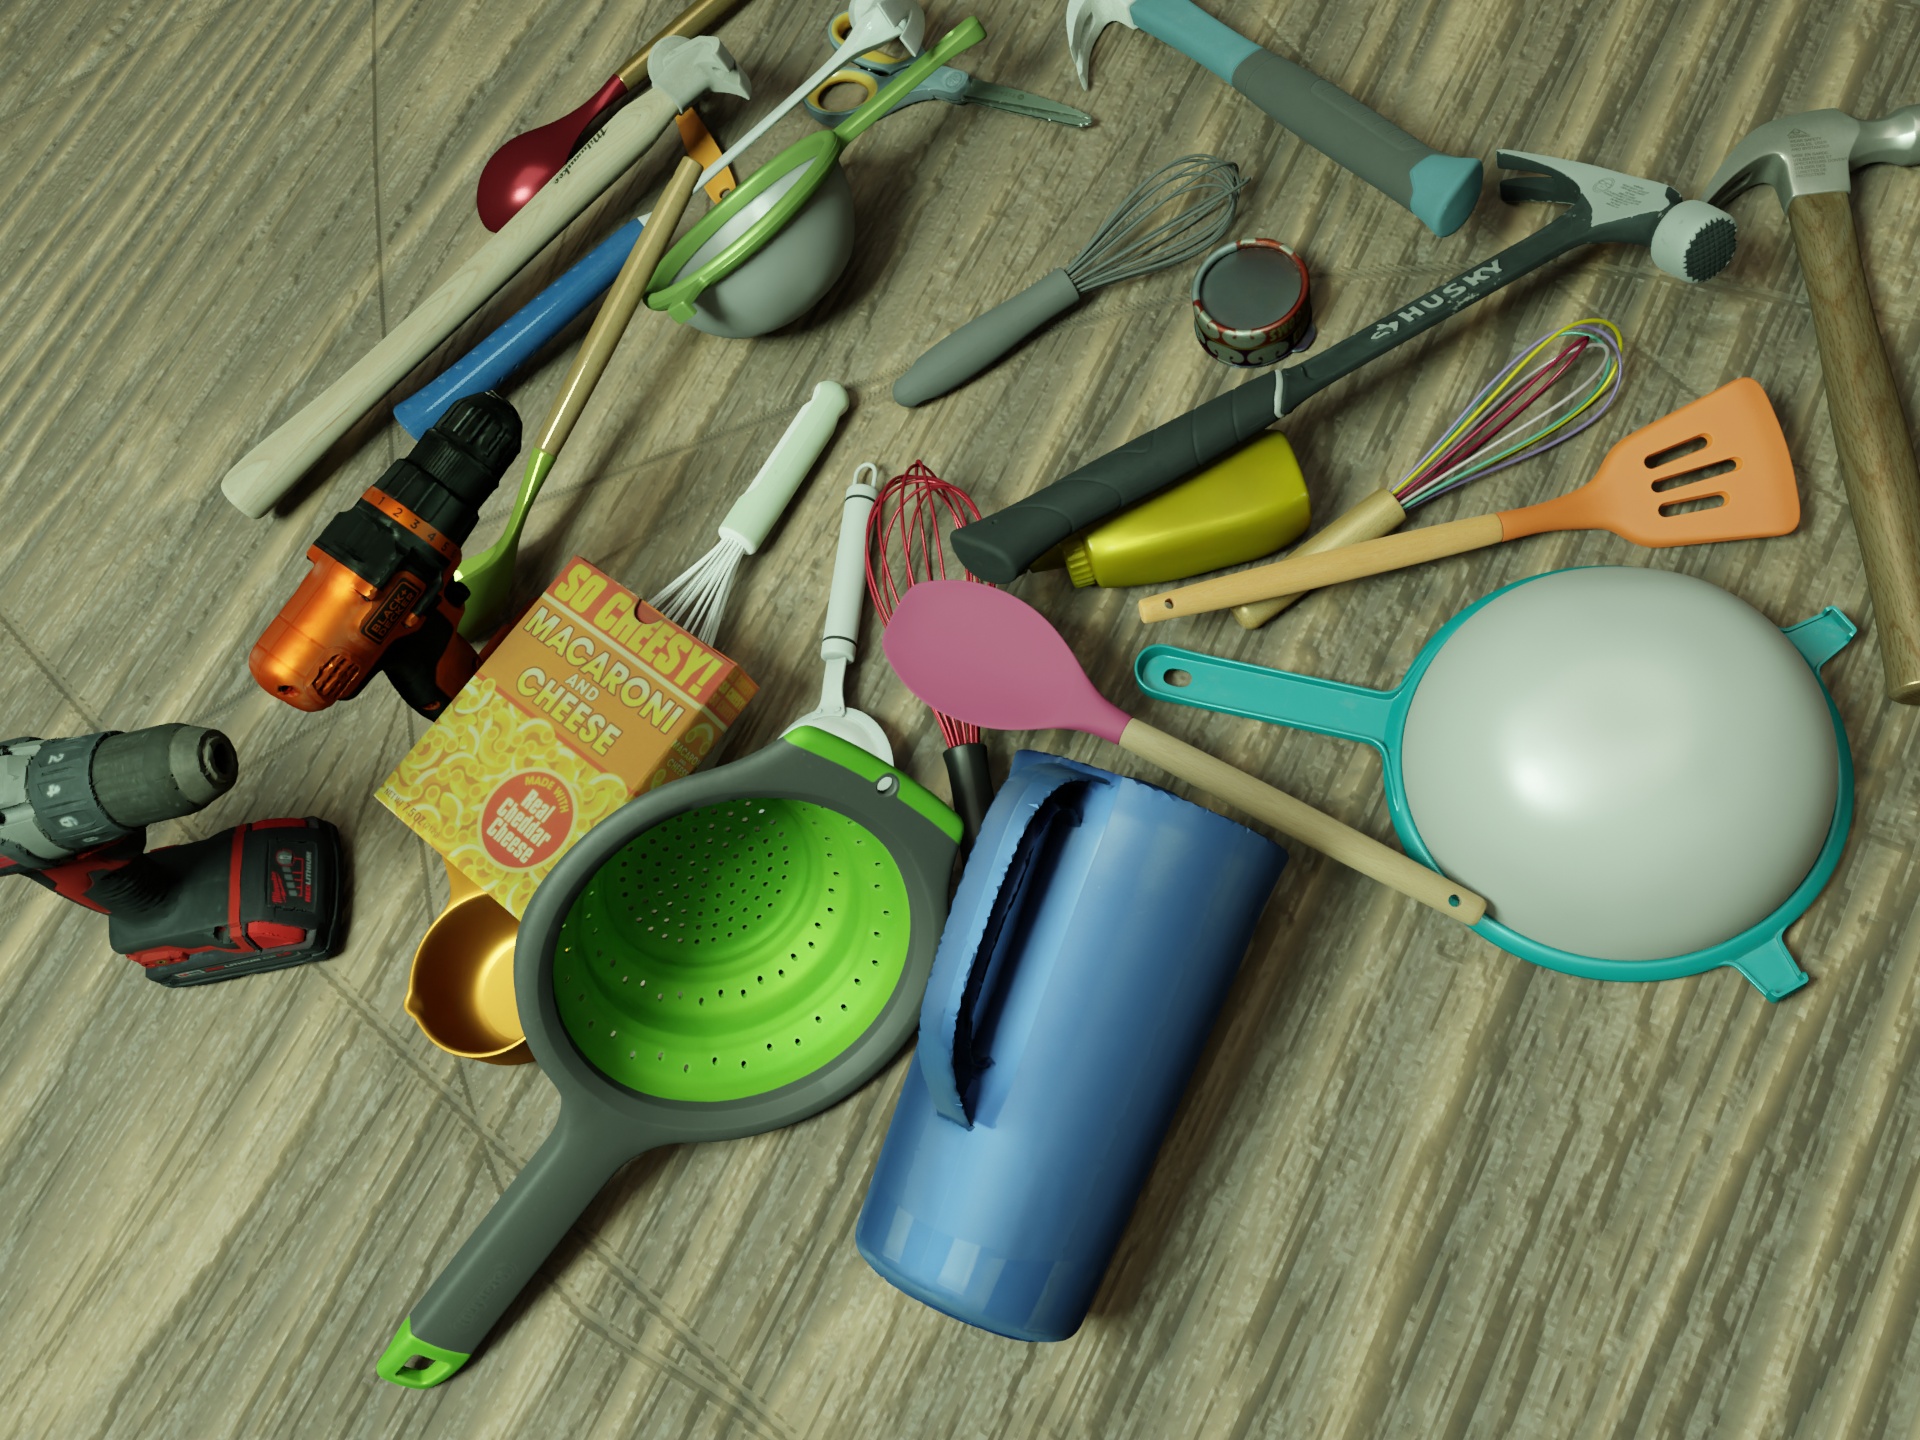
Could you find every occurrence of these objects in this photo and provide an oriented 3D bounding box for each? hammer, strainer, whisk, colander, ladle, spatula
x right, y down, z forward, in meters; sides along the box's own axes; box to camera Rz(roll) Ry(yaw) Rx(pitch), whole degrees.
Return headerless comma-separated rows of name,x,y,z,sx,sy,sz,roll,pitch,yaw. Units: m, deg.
hammer,-0.295,-0.271,0.980,0.410,0.038,0.146,-44,33,0
strainer,-0.070,-0.031,0.868,0.087,0.050,0.259,-6,64,27
whisk,0.062,-0.250,0.917,0.239,0.055,0.055,-33,65,5
whisk,-0.001,-0.003,0.829,0.073,0.073,0.296,-13,72,9
hammer,0.176,-0.370,0.913,0.128,0.033,0.331,-38,55,-1
colander,-0.166,0.158,0.785,0.397,0.204,0.095,-51,31,8
ladle,-0.238,-0.184,0.915,0.062,0.078,0.320,27,95,-21
hammer,-0.184,-0.307,0.969,0.405,0.035,0.144,-39,26,5
whisk,0.241,-0.129,0.827,0.245,0.047,0.051,-36,66,2
strainer,-0.073,-0.310,0.946,0.256,0.069,0.152,-40,27,2
ladle,-0.207,-0.442,1.065,0.315,0.031,0.069,-43,56,-5
hammer,0.447,-0.165,0.795,0.130,0.031,0.331,-4,68,12
whisk,-0.132,-0.096,0.906,0.059,0.058,0.246,34,73,-12
strainer,0.244,-0.006,0.748,0.340,0.095,0.211,12,73,17
spatula,0.248,-0.093,0.795,0.322,0.041,0.081,-14,85,-1
hammer,0.178,-0.181,0.821,0.409,0.036,0.149,-29,42,-4

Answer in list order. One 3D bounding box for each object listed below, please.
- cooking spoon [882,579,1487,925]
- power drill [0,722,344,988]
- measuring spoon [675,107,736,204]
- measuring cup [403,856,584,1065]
cooking spoon,0.103,0.017,0.769,0.319,0.017,0.069,28,86,15
power drill,-0.406,0.065,0.809,0.188,0.226,0.080,-12,67,9
measuring spoon,-0.169,-0.376,1.044,0.021,0.011,0.117,-31,68,12
measuring cup,-0.251,0.102,0.854,0.095,0.052,0.174,-24,64,4
